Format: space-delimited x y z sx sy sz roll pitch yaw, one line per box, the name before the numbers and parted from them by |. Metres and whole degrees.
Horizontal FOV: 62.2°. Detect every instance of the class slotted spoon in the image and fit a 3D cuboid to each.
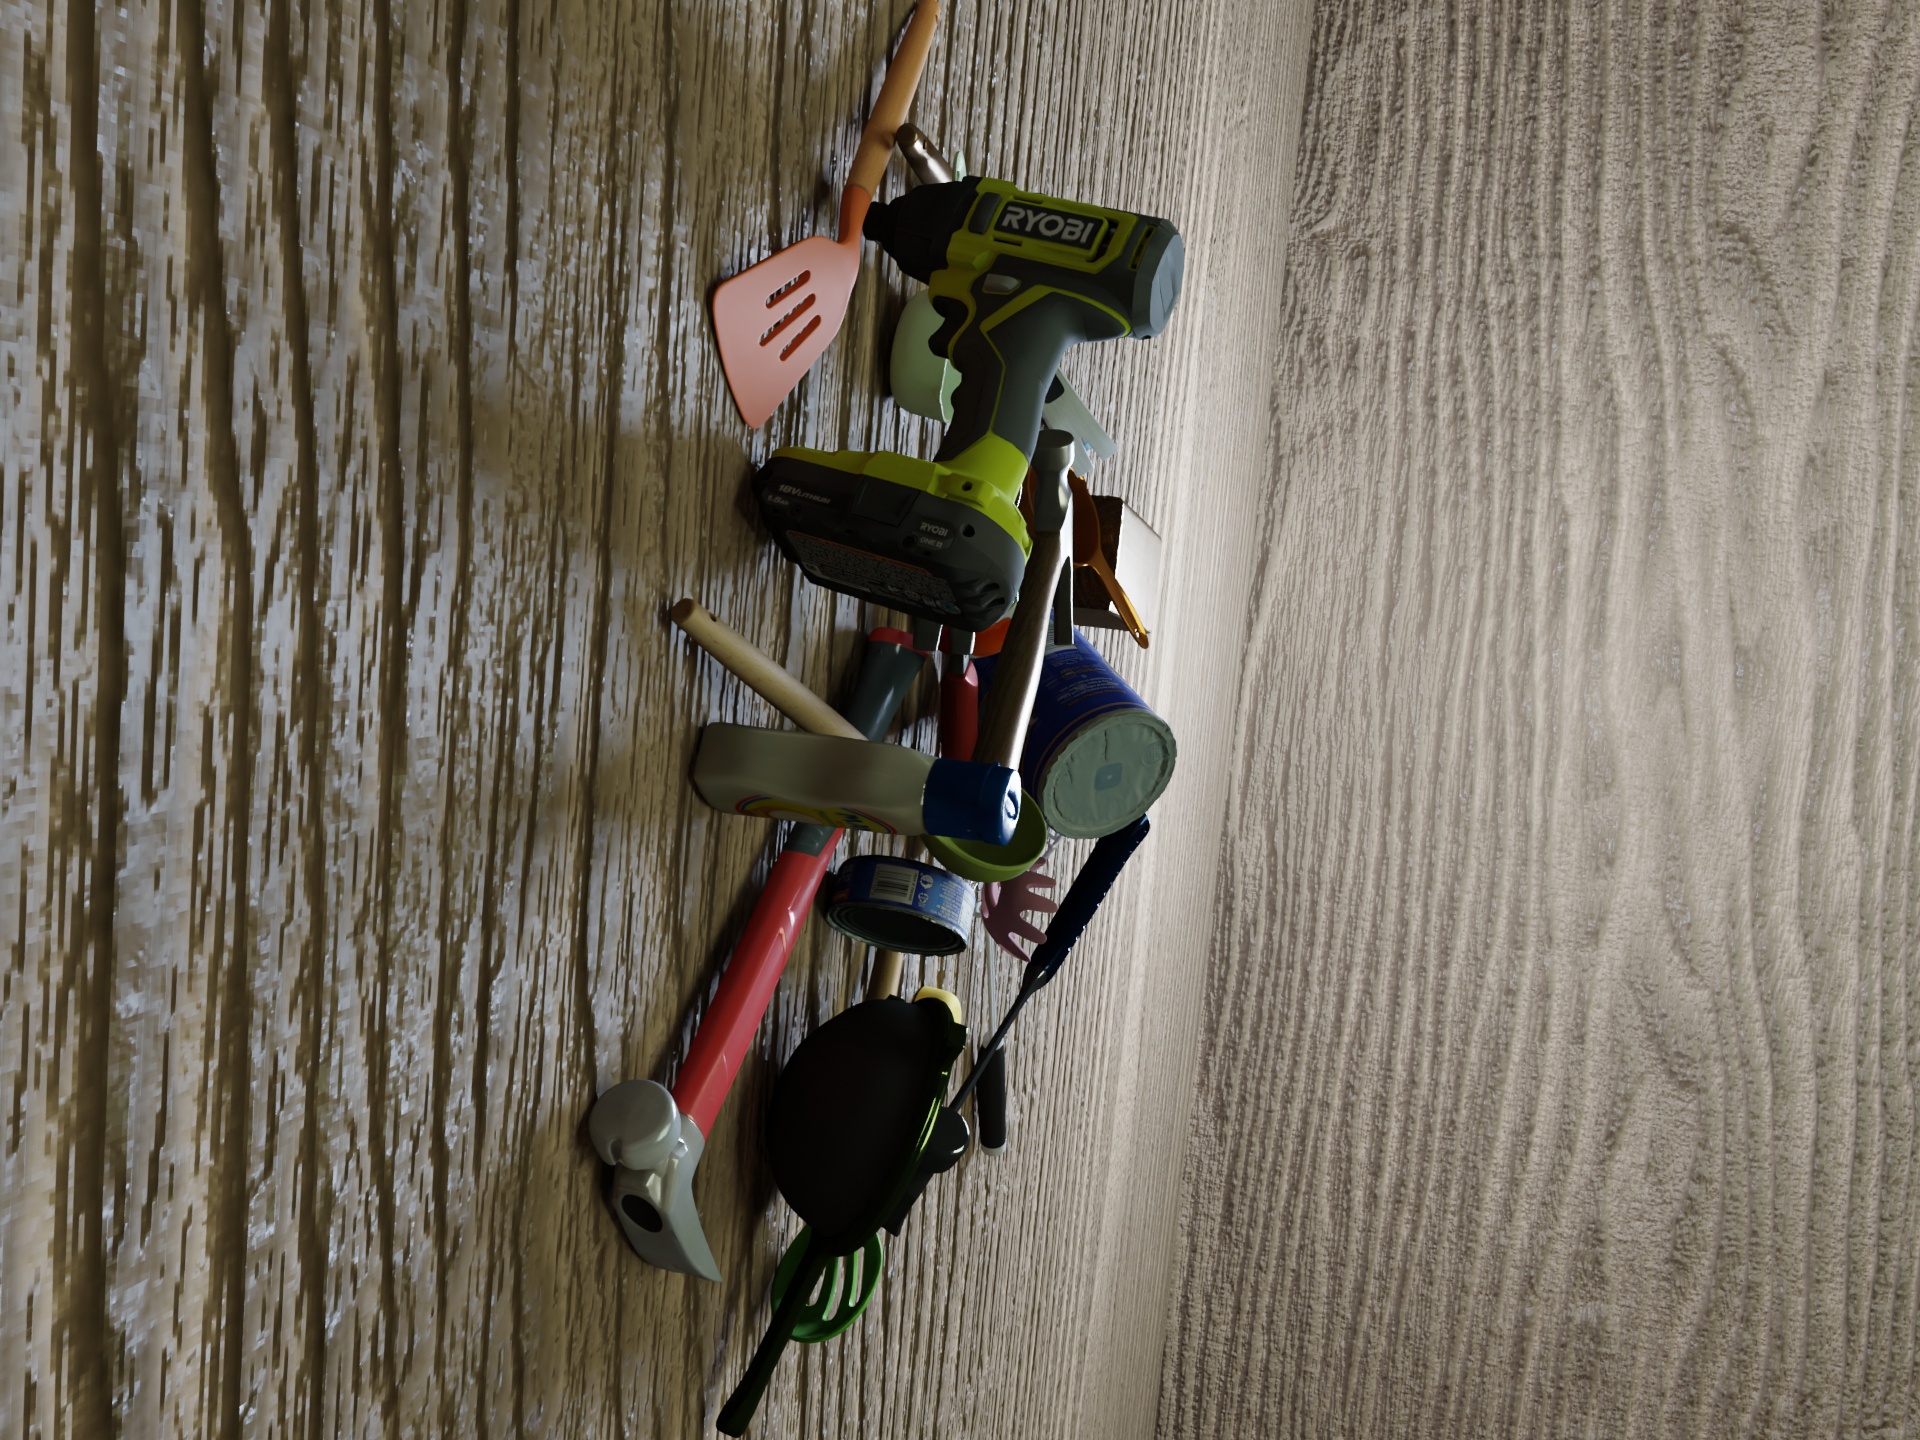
slotted spoon | -0.058 0.226 0.984 0.031 0.070 0.314 52 39 -46

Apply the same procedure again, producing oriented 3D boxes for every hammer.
hammer | 0.038 -0.043 0.937 0.332 0.031 0.130 -74 163 -53
hammer | 0.044 0.189 1.110 0.406 0.035 0.144 -50 172 -48
hammer | -0.002 -0.003 0.988 0.358 0.036 0.149 90 6 -56
hammer | -0.087 0.098 0.845 0.143 0.038 0.387 83 21 -44
hammer | 0.074 -0.235 1.183 0.128 0.033 0.331 57 9 1

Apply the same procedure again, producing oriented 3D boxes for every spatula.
spatula | 0.010 -0.312 0.962 0.317 0.044 0.082 -29 129 -78
spatula | -0.057 -0.283 0.817 0.080 0.041 0.323 78 20 -51

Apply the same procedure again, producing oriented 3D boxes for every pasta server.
pasta server | 0.040 0.044 1.152 0.060 0.040 0.316 -58 -163 36

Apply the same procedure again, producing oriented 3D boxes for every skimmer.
skimmer | 0.053 0.217 1.292 0.127 0.090 0.363 -57 150 -58

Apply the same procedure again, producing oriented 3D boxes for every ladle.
ladle | -0.043 0.010 0.817 0.319 0.062 0.078 43 16 -54

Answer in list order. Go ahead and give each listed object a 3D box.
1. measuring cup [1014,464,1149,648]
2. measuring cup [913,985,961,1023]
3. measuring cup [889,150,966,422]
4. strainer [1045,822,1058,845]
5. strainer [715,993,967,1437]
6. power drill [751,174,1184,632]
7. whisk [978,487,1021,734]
measuring cup | 0.079 -0.115 1.189 0.173 0.052 0.095 55 39 -22
measuring cup | -0.022 0.273 1.160 0.062 0.029 0.156 -2 97 -74
measuring cup | -0.016 -0.248 0.908 0.167 0.038 0.083 91 16 -47
strainer | 0.080 0.033 1.406 0.259 0.050 0.086 -66 163 -61
strainer | -0.090 0.259 0.871 0.256 0.069 0.151 -64 -167 -10
power drill | -0.006 -0.169 0.796 0.223 0.171 0.080 -66 159 -17
whisk | 0.013 -0.085 1.119 0.059 0.058 0.246 -23 129 -32
